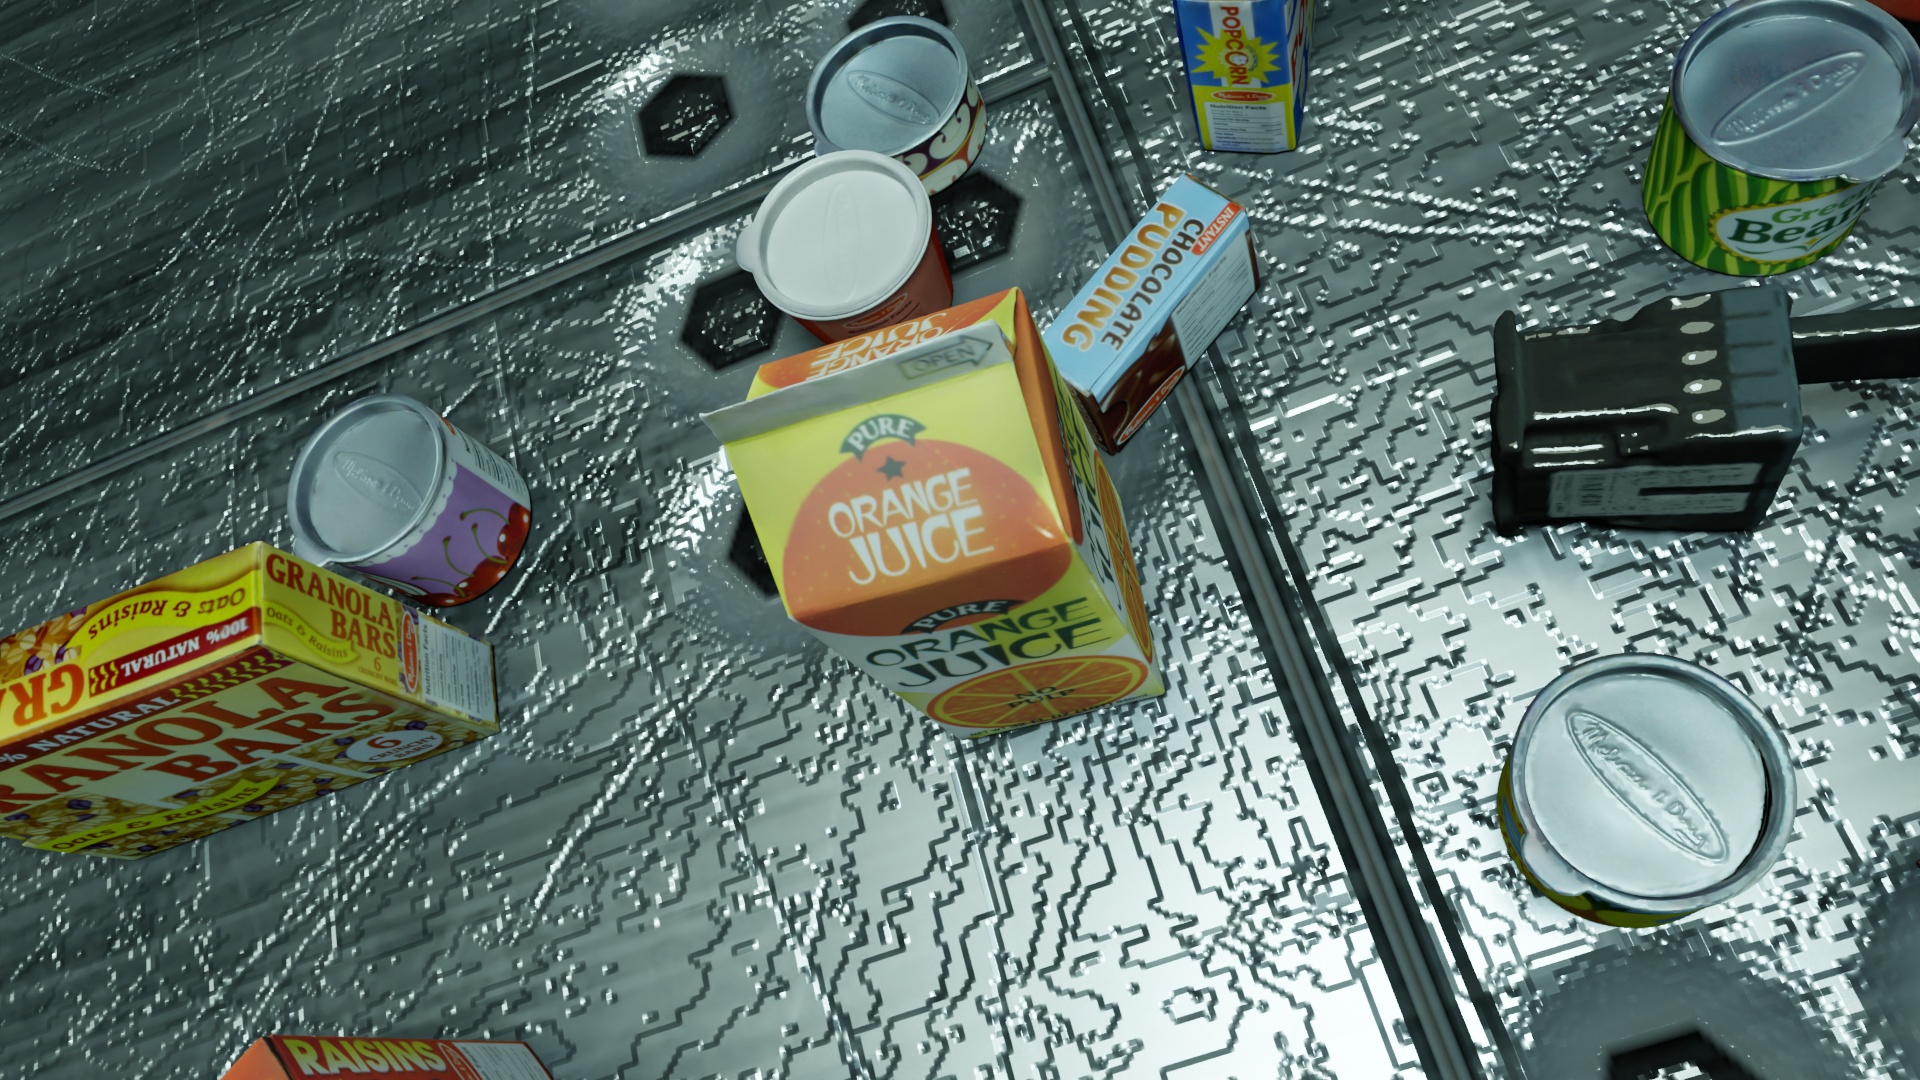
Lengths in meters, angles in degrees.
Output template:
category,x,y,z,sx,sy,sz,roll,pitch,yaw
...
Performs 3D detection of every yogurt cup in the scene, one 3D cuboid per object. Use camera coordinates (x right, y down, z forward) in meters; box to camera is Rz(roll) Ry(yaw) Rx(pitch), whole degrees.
category,x,y,z,sx,sy,sz,roll,pitch,yaw
yogurt cup,-0.036,-0.100,0.509,0.072,0.054,0.072,-6,68,15

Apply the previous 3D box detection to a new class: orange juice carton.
category,x,y,z,sx,sy,sz,roll,pitch,yaw
orange juice carton,0.001,-0.005,0.384,0.072,0.192,0.073,-15,67,12

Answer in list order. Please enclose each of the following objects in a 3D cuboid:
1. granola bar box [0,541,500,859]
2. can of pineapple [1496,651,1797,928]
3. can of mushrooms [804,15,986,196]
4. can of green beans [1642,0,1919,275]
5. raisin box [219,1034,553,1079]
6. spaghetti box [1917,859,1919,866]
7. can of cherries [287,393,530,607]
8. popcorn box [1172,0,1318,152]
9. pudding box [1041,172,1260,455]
category,x,y,z,sx,sy,sz,roll,pitch,yaw
granola bar box,-0.266,0.062,0.478,0.165,0.124,0.039,-19,66,9
can of pineapple,0.180,0.070,0.376,0.071,0.057,0.071,-6,69,15
can of mushrooms,-0.026,-0.166,0.543,0.071,0.033,0.071,-6,68,15
can of green beans,0.250,-0.124,0.429,0.071,0.057,0.071,-6,69,15
raisin box,-0.181,0.189,0.404,0.086,0.123,0.040,-47,64,-4
spaghetti box,0.367,0.041,0.334,0.250,0.050,0.029,-23,65,7
can of cherries,-0.209,-0.012,0.526,0.071,0.058,0.072,-6,69,15
popcorn box,0.106,-0.215,0.492,0.038,0.085,0.127,5,72,19
pudding box,0.064,-0.076,0.472,0.030,0.049,0.084,37,84,25
